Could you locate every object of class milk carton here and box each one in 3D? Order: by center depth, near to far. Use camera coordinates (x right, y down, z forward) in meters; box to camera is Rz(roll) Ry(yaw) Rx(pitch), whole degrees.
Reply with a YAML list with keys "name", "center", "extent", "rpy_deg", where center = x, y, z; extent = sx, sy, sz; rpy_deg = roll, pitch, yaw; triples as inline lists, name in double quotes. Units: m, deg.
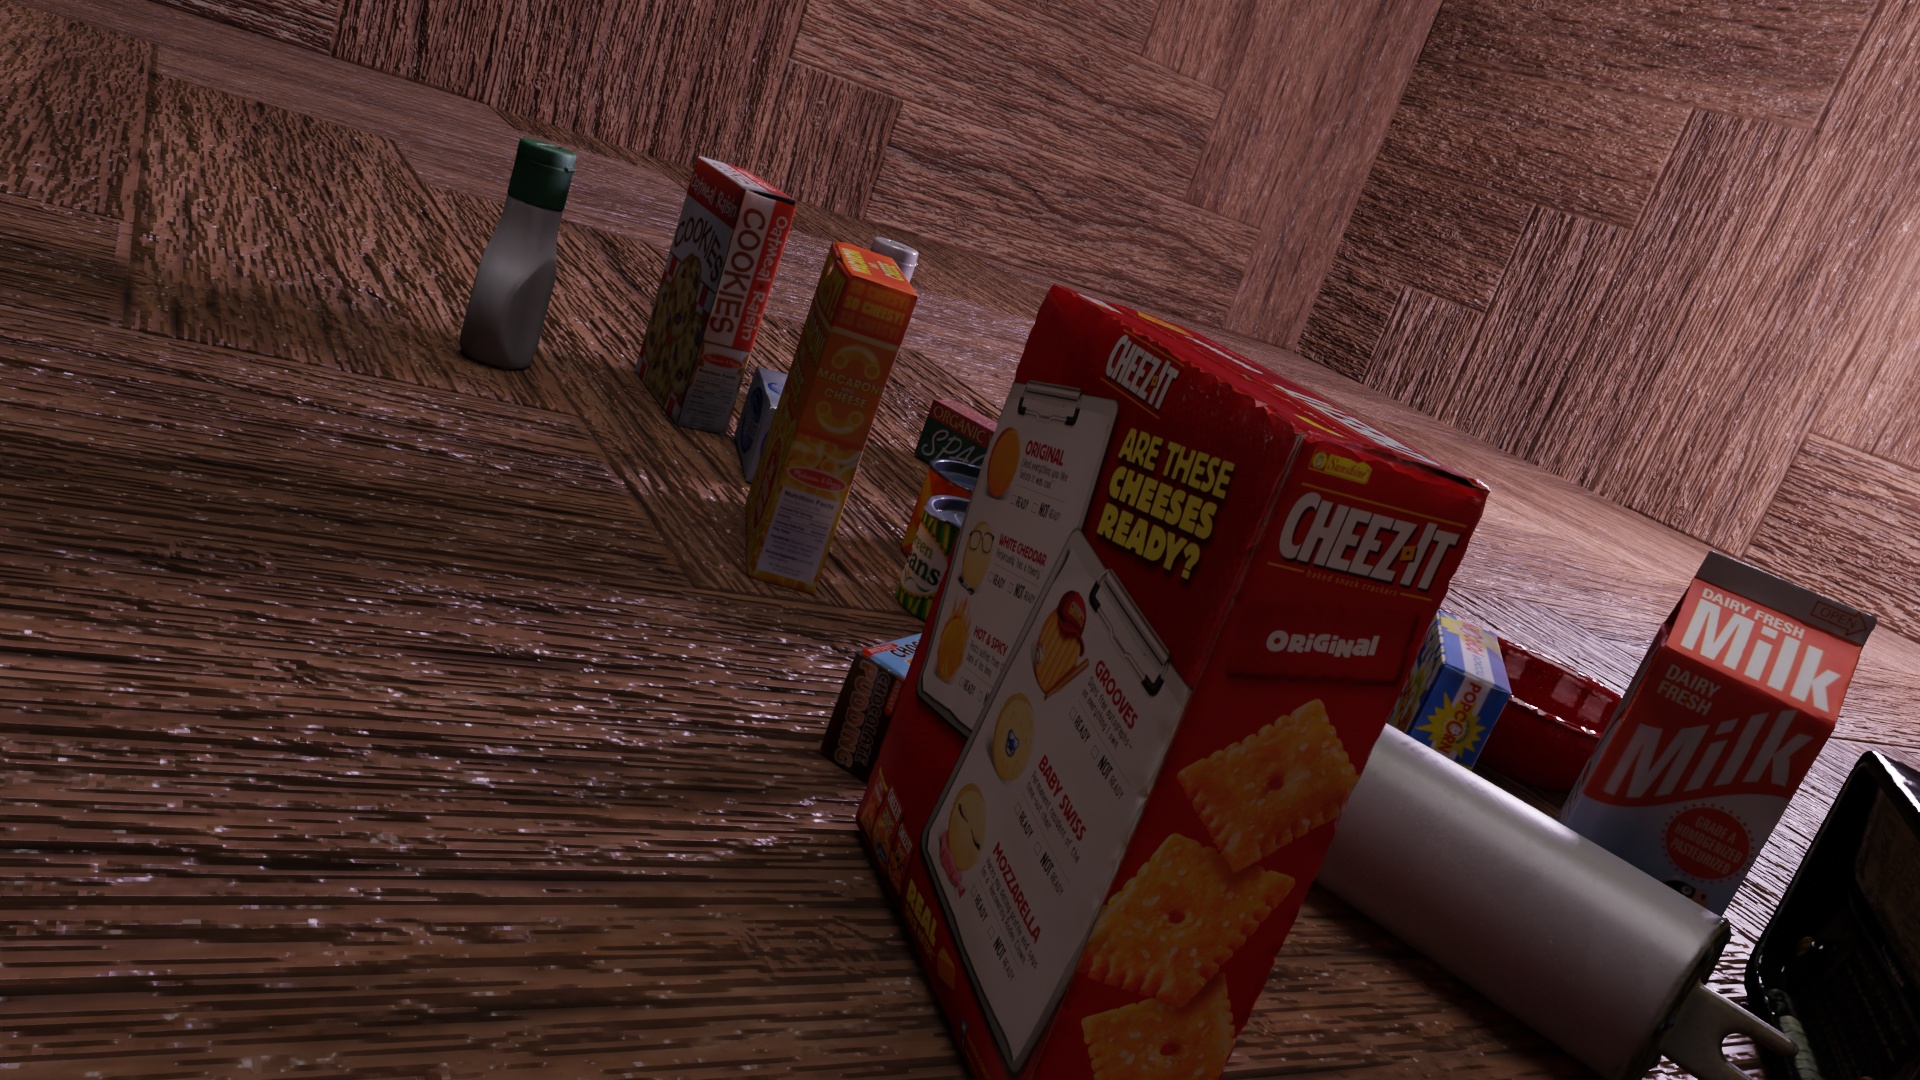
- name: "milk carton"
  center: [0.324, 0.103, 0.619]
  extent: [0.072, 0.190, 0.073]
  rpy_deg: [27, 17, 22]

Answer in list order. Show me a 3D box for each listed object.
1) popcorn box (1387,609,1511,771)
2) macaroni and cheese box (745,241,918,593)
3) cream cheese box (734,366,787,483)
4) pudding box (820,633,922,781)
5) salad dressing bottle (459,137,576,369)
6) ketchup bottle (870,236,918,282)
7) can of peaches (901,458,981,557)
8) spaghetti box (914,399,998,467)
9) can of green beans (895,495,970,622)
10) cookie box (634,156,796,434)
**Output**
- name: "popcorn box"
  center: [0.263, 0.095, 0.764]
  extent: [0.038, 0.085, 0.127]
  rpy_deg: [24, 16, 12]
- name: "macaroni and cheese box"
  center: [-0.075, -0.071, 0.756]
  extent: [0.040, 0.166, 0.124]
  rpy_deg: [16, 16, -15]
- name: "cream cheese box"
  center: [-0.126, -0.075, 0.911]
  extent: [0.024, 0.053, 0.104]
  rpy_deg: [15, 17, -19]
- name: "pudding box"
  center: [-0.018, 0.066, 0.584]
  extent: [0.030, 0.049, 0.084]
  rpy_deg: [28, 17, 25]
- name: "salad dressing bottle"
  center: [-0.289, -0.189, 0.916]
  extent: [0.044, 0.147, 0.064]
  rpy_deg: [22, 15, 6]
- name: "ketchup bottle"
  center: [-0.073, -0.160, 1.081]
  extent: [0.043, 0.148, 0.065]
  rpy_deg: [12, 17, -27]
- name: "can of peaches"
  center: [0.003, -0.011, 0.847]
  extent: [0.071, 0.058, 0.071]
  rpy_deg: [19, 16, -5]
- name: "spaghetti box"
  center: [0.063, -0.036, 1.019]
  extent: [0.250, 0.050, 0.029]
  rpy_deg: [32, 19, 36]
- name: "can of green beans"
  center: [0.004, 0.014, 0.766]
  extent: [0.071, 0.057, 0.071]
  rpy_deg: [19, 16, -5]
- name: "cookie box"
  center: [-0.174, -0.174, 0.972]
  extent: [0.040, 0.167, 0.123]
  rpy_deg: [11, 18, -31]
